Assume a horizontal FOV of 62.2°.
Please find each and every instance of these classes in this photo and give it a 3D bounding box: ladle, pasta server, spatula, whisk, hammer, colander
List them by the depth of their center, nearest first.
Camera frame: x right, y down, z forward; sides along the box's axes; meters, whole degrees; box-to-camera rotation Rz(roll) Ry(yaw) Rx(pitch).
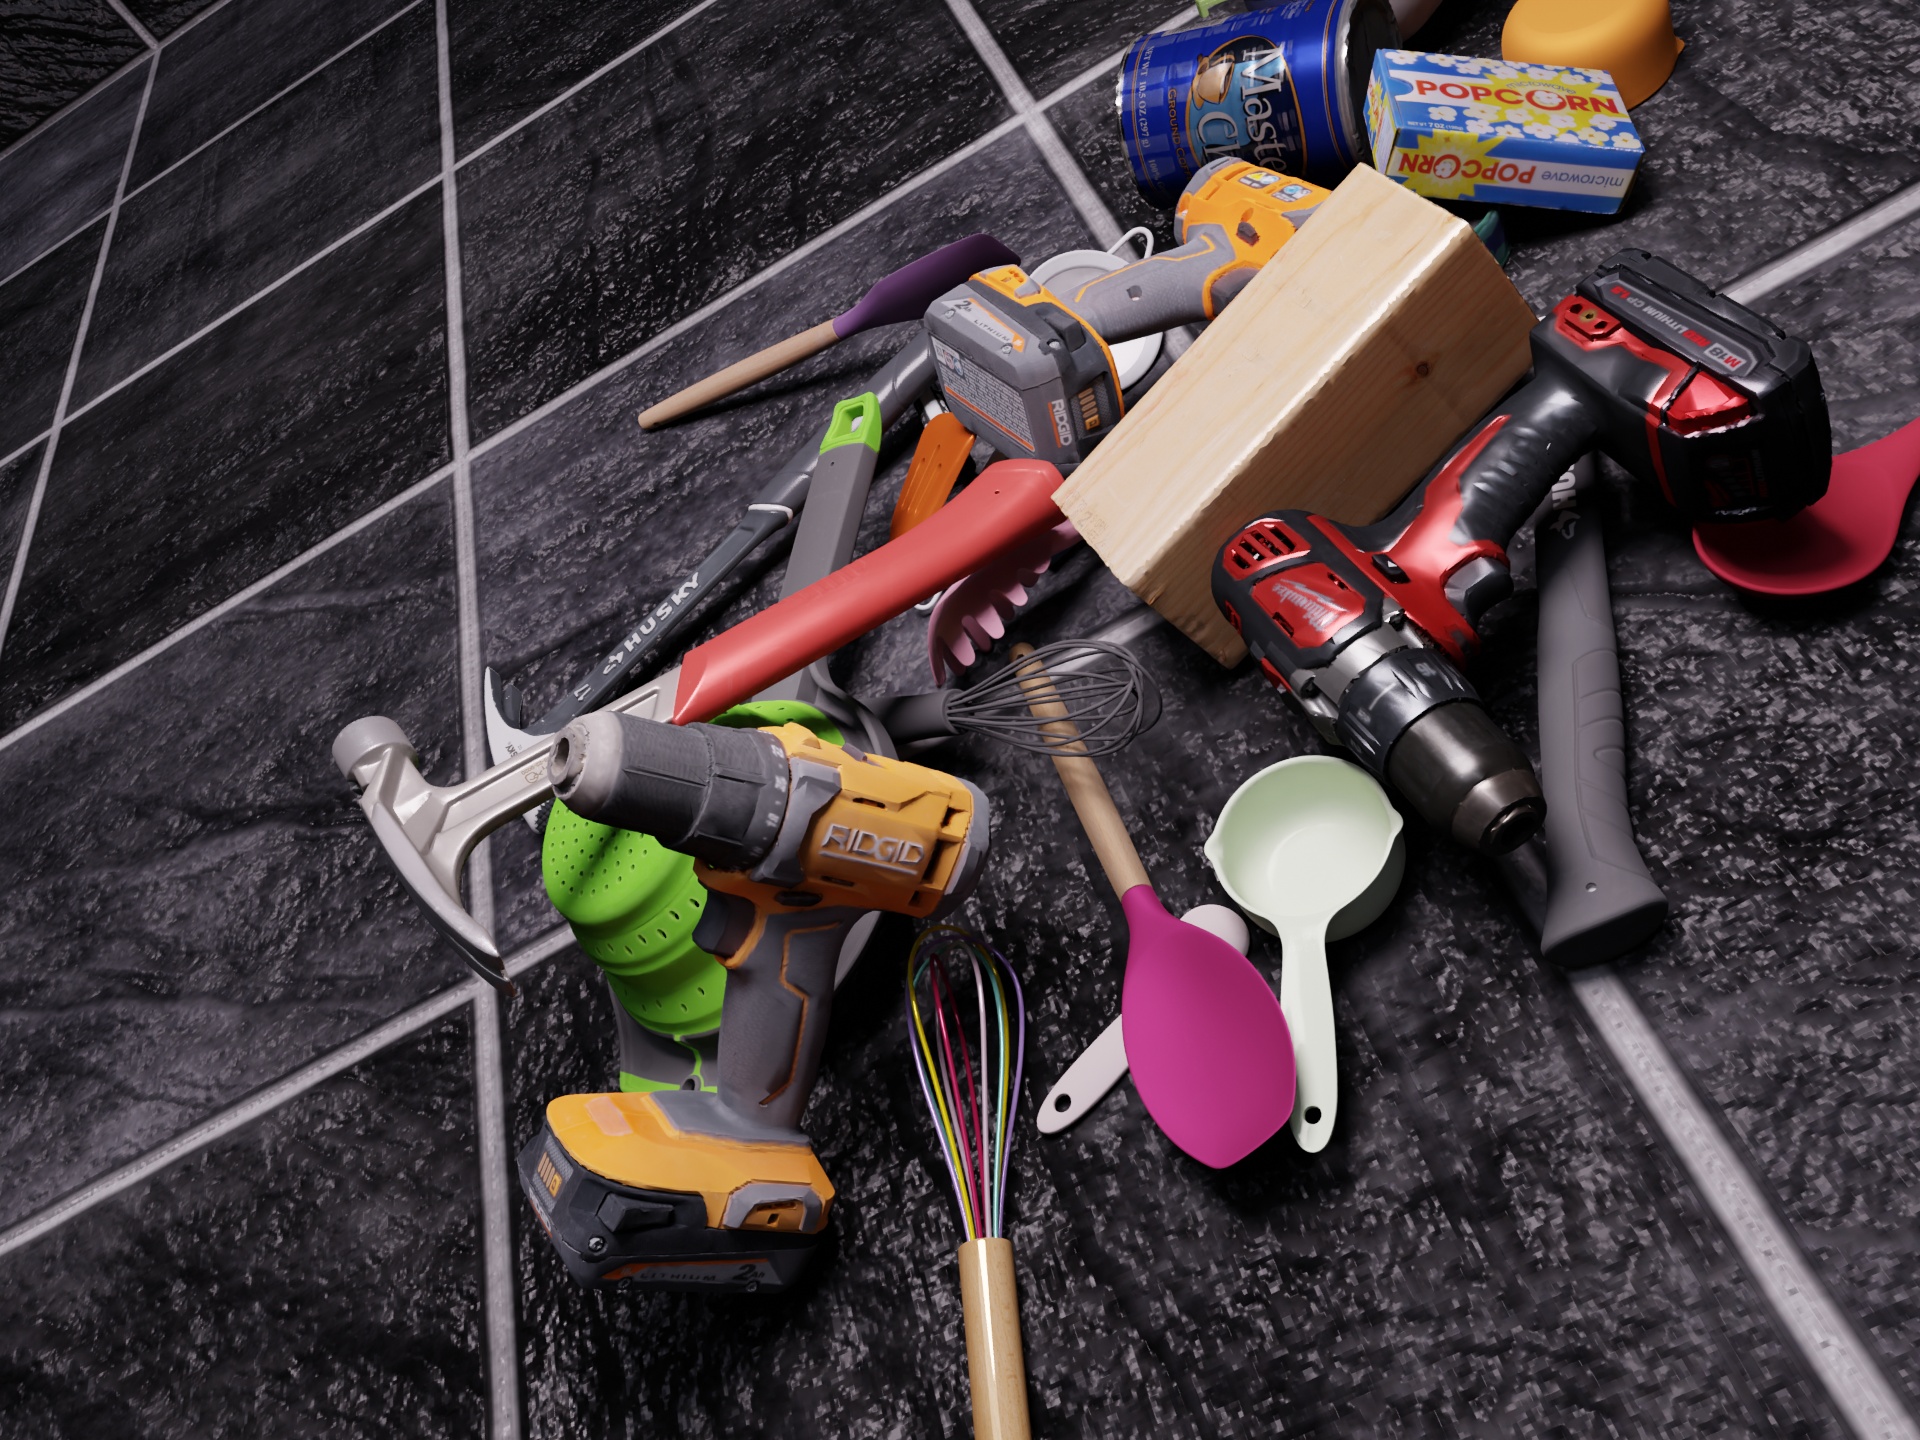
[{"bbox_3d":[0.004,0.191,0.643,0.051,0.047,0.245,-19,51,17],"label":"whisk"},{"bbox_3d":[0.433,-0.148,0.655,0.315,0.031,0.069,-38,54,-2],"label":"ladle"},{"bbox_3d":[0.257,-0.050,0.682,0.146,0.035,0.335,-8,53,26],"label":"hammer"},{"bbox_3d":[-0.089,-0.024,0.721,0.359,0.036,0.149,-31,55,-23],"label":"hammer"},{"bbox_3d":[0.000,-0.002,0.776,0.239,0.055,0.055,-7,51,46],"label":"whisk"},{"bbox_3d":[-0.116,-0.015,0.795,0.204,0.094,0.397,-8,60,40],"label":"colander"},{"bbox_3d":[0.106,-0.123,0.828,0.316,0.060,0.040,-35,89,-6],"label":"pasta server"},{"bbox_3d":[-0.104,-0.049,0.901,0.322,0.041,0.081,-44,24,-3],"label":"spatula"},{"bbox_3d":[-0.130,-0.111,0.954,0.409,0.036,0.149,-45,44,-2],"label":"hammer"},{"bbox_3d":[-0.096,-0.244,1.033,0.316,0.059,0.018,-15,69,34],"label":"spatula"}]

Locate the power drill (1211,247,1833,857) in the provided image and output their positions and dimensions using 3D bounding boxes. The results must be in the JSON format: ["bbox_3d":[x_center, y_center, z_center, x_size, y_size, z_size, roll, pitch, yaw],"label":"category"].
[{"bbox_3d":[0.230,-0.065,0.633,0.226,0.080,0.188,-37,45,6],"label":"power drill"}]

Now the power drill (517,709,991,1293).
[{"bbox_3d":[-0.102,0.107,0.632,0.084,0.185,0.226,30,100,52],"label":"power drill"}]

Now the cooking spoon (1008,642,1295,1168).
[{"bbox_3d":[0.070,0.060,0.703,0.068,0.017,0.319,-43,38,17],"label":"cooking spoon"}]

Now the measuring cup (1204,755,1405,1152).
[{"bbox_3d":[0.143,0.095,0.638,0.083,0.038,0.168,-11,55,25],"label":"measuring cup"}]

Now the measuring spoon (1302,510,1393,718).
[{"bbox_3d":[0.175,-0.057,0.745,0.042,0.021,0.129,0,55,32],"label":"measuring spoon"}]

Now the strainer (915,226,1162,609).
[{"bbox_3d":[0.039,-0.171,0.908,0.087,0.050,0.258,31,77,-2],"label":"strainer"}]

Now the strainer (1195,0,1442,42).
[{"bbox_3d":[0.278,-0.433,0.934,0.256,0.069,0.151,16,46,44],"label":"strainer"}]

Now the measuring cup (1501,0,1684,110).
[{"bbox_3d":[0.346,-0.409,0.895,0.095,0.052,0.174,-12,53,24],"label":"measuring cup"}]

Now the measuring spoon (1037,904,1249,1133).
[{"bbox_3d":[0.073,0.124,0.668,0.124,0.018,0.034,-47,46,-8],"label":"measuring spoon"}]

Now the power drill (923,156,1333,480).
[{"bbox_3d":[0.114,-0.214,0.830,0.226,0.084,0.164,-30,41,-14],"label":"power drill"}]
